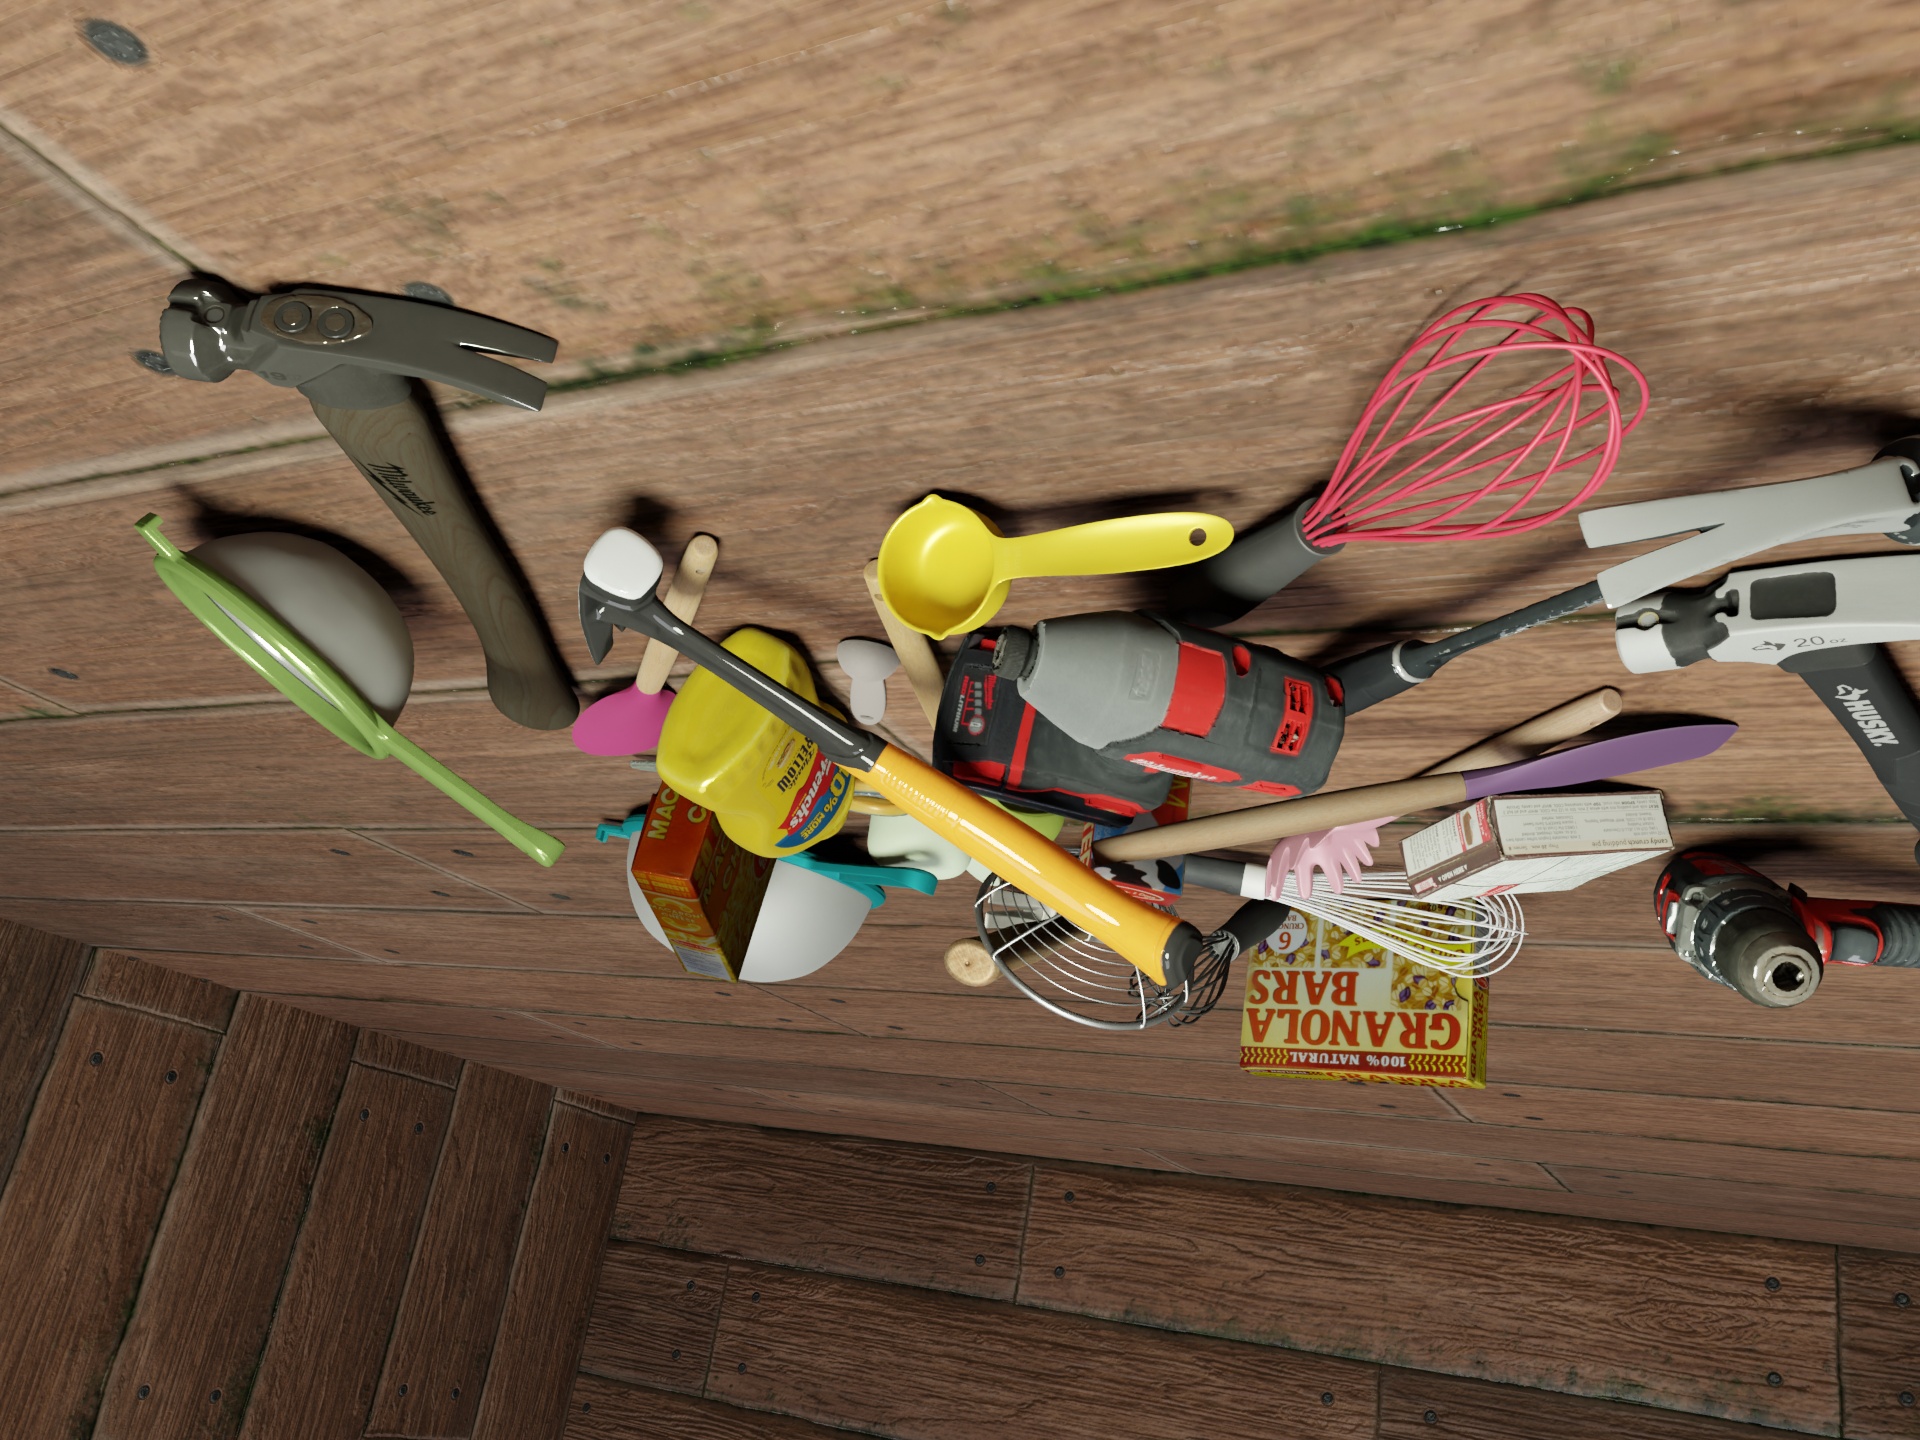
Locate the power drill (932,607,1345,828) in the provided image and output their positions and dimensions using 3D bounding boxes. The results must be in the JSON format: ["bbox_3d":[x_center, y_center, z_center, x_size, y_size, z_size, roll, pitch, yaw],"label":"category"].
[{"bbox_3d":[0.062,-0.003,0.715,0.143,0.078,0.219,15,172,-13],"label":"power drill"}]

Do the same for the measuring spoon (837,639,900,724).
[{"bbox_3d":[-0.053,-0.014,0.889,0.034,0.018,0.124,10,160,0],"label":"measuring spoon"}]

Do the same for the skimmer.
[{"bbox_3d":[0.070,0.130,0.997,0.127,0.090,0.363,24,174,3],"label":"skimmer"}]

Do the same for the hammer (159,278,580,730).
[{"bbox_3d":[-0.234,-0.077,0.787,0.146,0.038,0.410,8,160,1],"label":"hammer"}]

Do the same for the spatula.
[{"bbox_3d":[0.220,0.036,0.775,0.316,0.018,0.059,-11,158,1],"label":"spatula"}]

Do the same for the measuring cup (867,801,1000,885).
[{"bbox_3d":[-0.010,0.105,1.149,0.083,0.038,0.167,-1,155,26],"label":"measuring cup"}]

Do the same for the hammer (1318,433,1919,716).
[{"bbox_3d":[0.197,-0.027,0.668,0.149,0.036,0.409,-11,172,-24],"label":"hammer"}]

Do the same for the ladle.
[{"bbox_3d":[-0.001,-0.003,0.882,0.078,0.062,0.319,6,152,18],"label":"ladle"}]

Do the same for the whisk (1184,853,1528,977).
[{"bbox_3d":[0.226,0.112,1.047,0.284,0.070,0.070,10,160,12],"label":"whisk"}]

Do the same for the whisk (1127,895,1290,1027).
[{"bbox_3d":[0.172,0.151,1.047,0.055,0.055,0.239,-3,-173,30],"label":"whisk"}]

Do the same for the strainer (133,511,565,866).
[{"bbox_3d":[-0.294,-0.022,0.824,0.256,0.069,0.151,35,160,6],"label":"strainer"}]

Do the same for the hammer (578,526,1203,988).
[{"bbox_3d":[-0.033,0.028,0.757,0.337,0.034,0.127,33,162,-3],"label":"hammer"}]

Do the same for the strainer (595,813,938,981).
[{"bbox_3d":[-0.132,0.145,1.173,0.210,0.095,0.340,26,163,-33],"label":"strainer"}]

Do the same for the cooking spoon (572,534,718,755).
[{"bbox_3d":[-0.171,-0.030,0.889,0.068,0.017,0.318,-5,162,-21],"label":"cooking spoon"}]

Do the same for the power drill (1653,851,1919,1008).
[{"bbox_3d":[0.492,0.121,0.829,0.227,0.080,0.188,7,-173,13],"label":"power drill"}]

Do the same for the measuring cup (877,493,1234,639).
[{"bbox_3d":[0.040,-0.068,0.662,0.156,0.062,0.029,-4,178,24],"label":"measuring cup"}]

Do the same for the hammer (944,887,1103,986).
[{"bbox_3d":[0.051,0.151,1.105,0.130,0.031,0.331,11,-179,17],"label":"hammer"}]

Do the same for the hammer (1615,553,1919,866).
[{"bbox_3d":[0.429,0.012,0.714,0.146,0.035,0.334,-8,153,41],"label":"hammer"}]

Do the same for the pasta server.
[{"bbox_3d":[0.257,0.047,0.881,0.060,0.040,0.316,0,162,-19],"label":"pasta server"}]

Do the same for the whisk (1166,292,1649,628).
[{"bbox_3d":[0.142,-0.078,0.587,0.073,0.073,0.296,15,165,-13],"label":"whisk"}]
